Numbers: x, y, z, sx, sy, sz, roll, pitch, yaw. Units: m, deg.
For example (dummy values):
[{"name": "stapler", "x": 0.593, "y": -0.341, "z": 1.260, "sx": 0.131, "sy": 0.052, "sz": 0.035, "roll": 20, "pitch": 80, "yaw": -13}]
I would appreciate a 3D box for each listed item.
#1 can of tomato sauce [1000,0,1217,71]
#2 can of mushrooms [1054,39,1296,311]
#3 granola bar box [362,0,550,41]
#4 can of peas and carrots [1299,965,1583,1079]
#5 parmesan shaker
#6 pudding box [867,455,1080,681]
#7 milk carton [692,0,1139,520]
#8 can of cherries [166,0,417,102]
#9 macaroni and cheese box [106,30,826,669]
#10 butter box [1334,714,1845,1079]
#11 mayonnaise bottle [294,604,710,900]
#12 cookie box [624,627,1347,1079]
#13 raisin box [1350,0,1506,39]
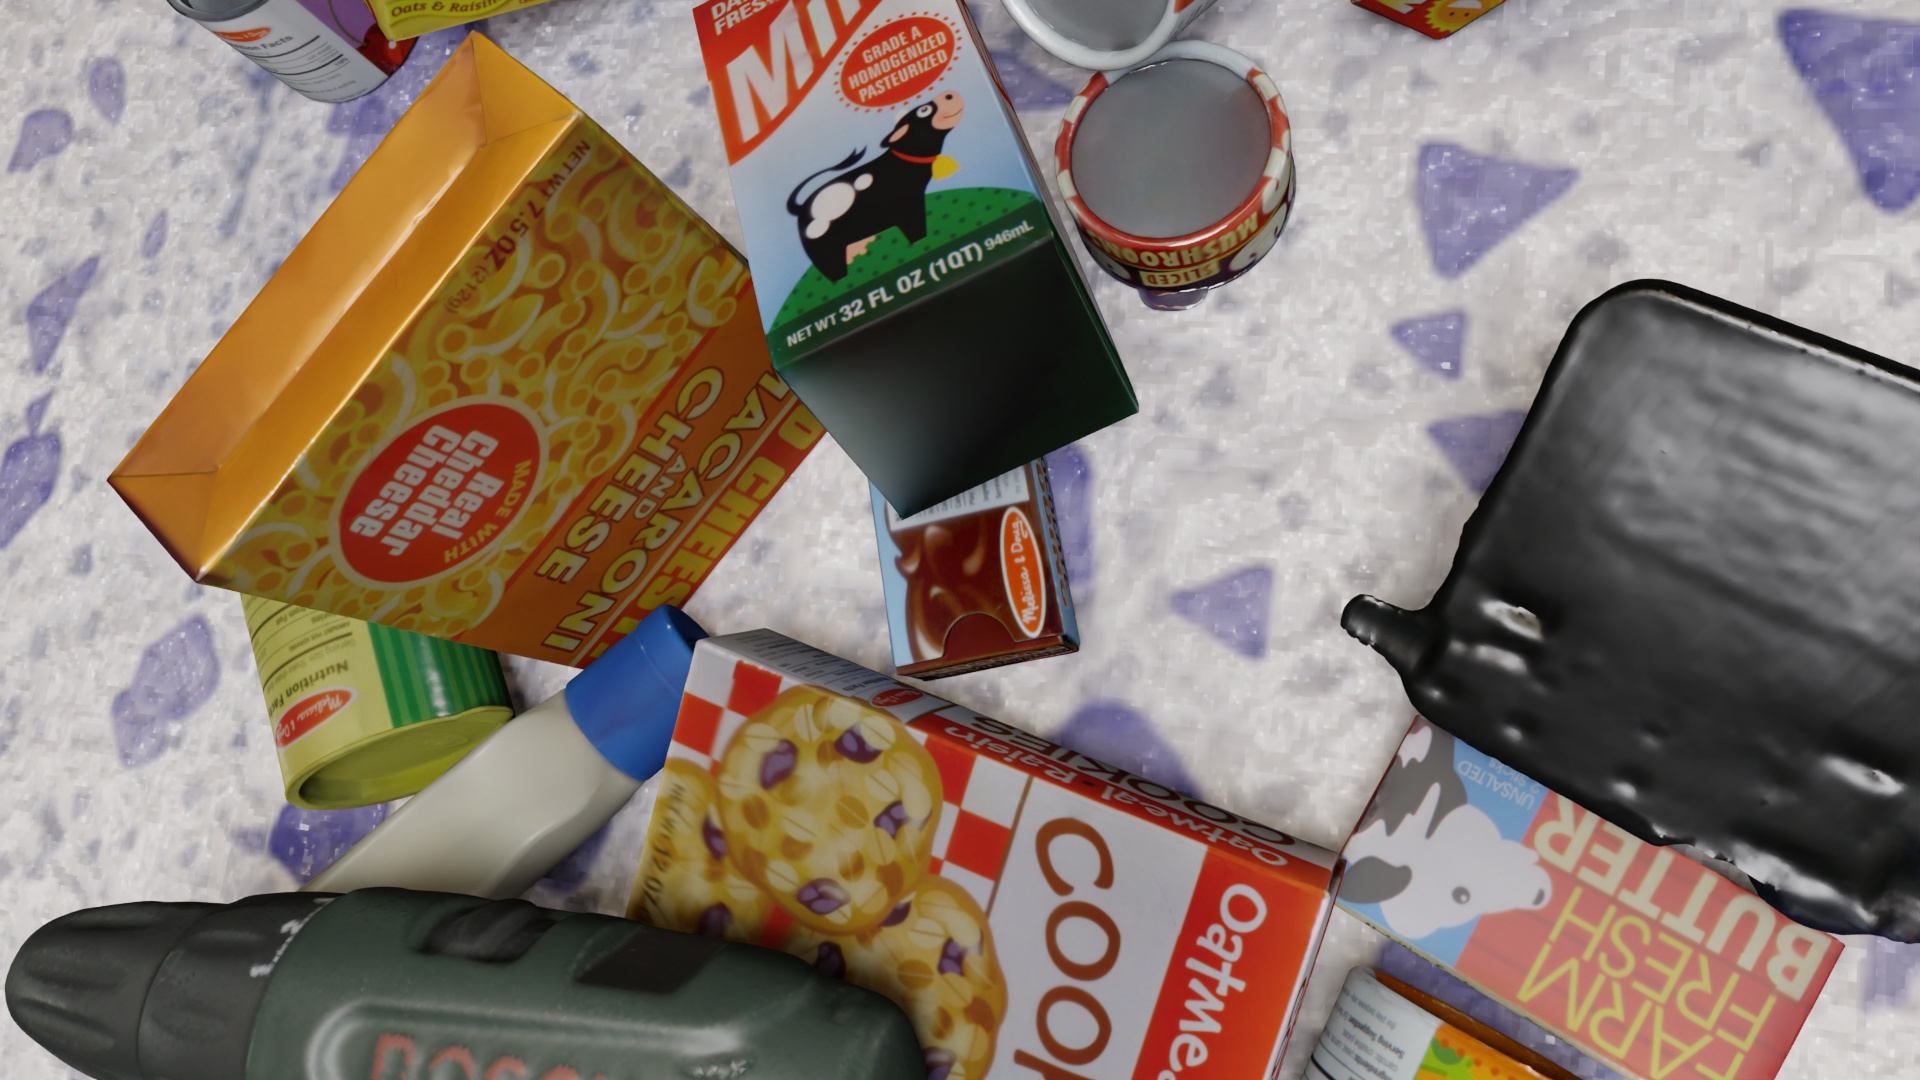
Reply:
[{"name": "can of tomato sauce", "x": 0.053, "y": -0.179, "z": 0.381, "sx": 0.071, "sy": 0.070, "sz": 0.083, "roll": 31, "pitch": 57, "yaw": 20}, {"name": "can of mushrooms", "x": 0.062, "y": -0.104, "z": 0.398, "sx": 0.071, "sy": 0.033, "sz": 0.071, "roll": -3, "pitch": 77, "yaw": 15}, {"name": "granola bar box", "x": -0.168, "y": -0.250, "z": 0.465, "sx": 0.124, "sy": 0.039, "sz": 0.166, "roll": -26, "pitch": 68, "yaw": -25}, {"name": "can of peas and carrots", "x": 0.109, "y": 0.139, "z": 0.312, "sx": 0.071, "sy": 0.071, "sz": 0.059, "roll": 25, "pitch": 85, "yaw": 20}, {"name": "parmesan shaker", "x": -0.178, "y": 0.020, "z": 0.422, "sx": 0.071, "sy": 0.071, "sz": 0.103, "roll": -26, "pitch": 71, "yaw": 10}, {"name": "pudding box", "x": 0.001, "y": -0.005, "z": 0.394, "sx": 0.049, "sy": 0.030, "sz": 0.084, "roll": -13, "pitch": 75, "yaw": 12}, {"name": "milk carton", "x": -0.020, "y": -0.109, "z": 0.387, "sx": 0.072, "sy": 0.073, "sz": 0.191, "roll": -24, "pitch": 54, "yaw": 11}, {"name": "can of cherries", "x": -0.236, "y": -0.202, "z": 0.494, "sx": 0.071, "sy": 0.058, "sz": 0.071, "roll": -4, "pitch": 77, "yaw": 17}, {"name": "macaroni and cheese box", "x": -0.103, "y": -0.032, "z": 0.359, "sx": 0.040, "sy": 0.166, "sz": 0.123, "roll": 40, "pitch": 91, "yaw": 21}, {"name": "butter box", "x": 0.145, "y": 0.090, "z": 0.334, "sx": 0.103, "sy": 0.024, "sz": 0.053, "roll": 29, "pitch": 87, "yaw": 21}, {"name": "mayonnaise bottle", "x": -0.130, "y": 0.078, "z": 0.399, "sx": 0.148, "sy": 0.064, "sz": 0.041, "roll": -40, "pitch": 83, "yaw": 1}, {"name": "cookie box", "x": -0.003, "y": 0.108, "z": 0.352, "sx": 0.167, "sy": 0.040, "sz": 0.122, "roll": 19, "pitch": 98, "yaw": 19}, {"name": "raisin box", "x": 0.154, "y": -0.198, "z": 0.352, "sx": 0.123, "sy": 0.040, "sz": 0.086, "roll": -21, "pitch": 66, "yaw": 56}]
